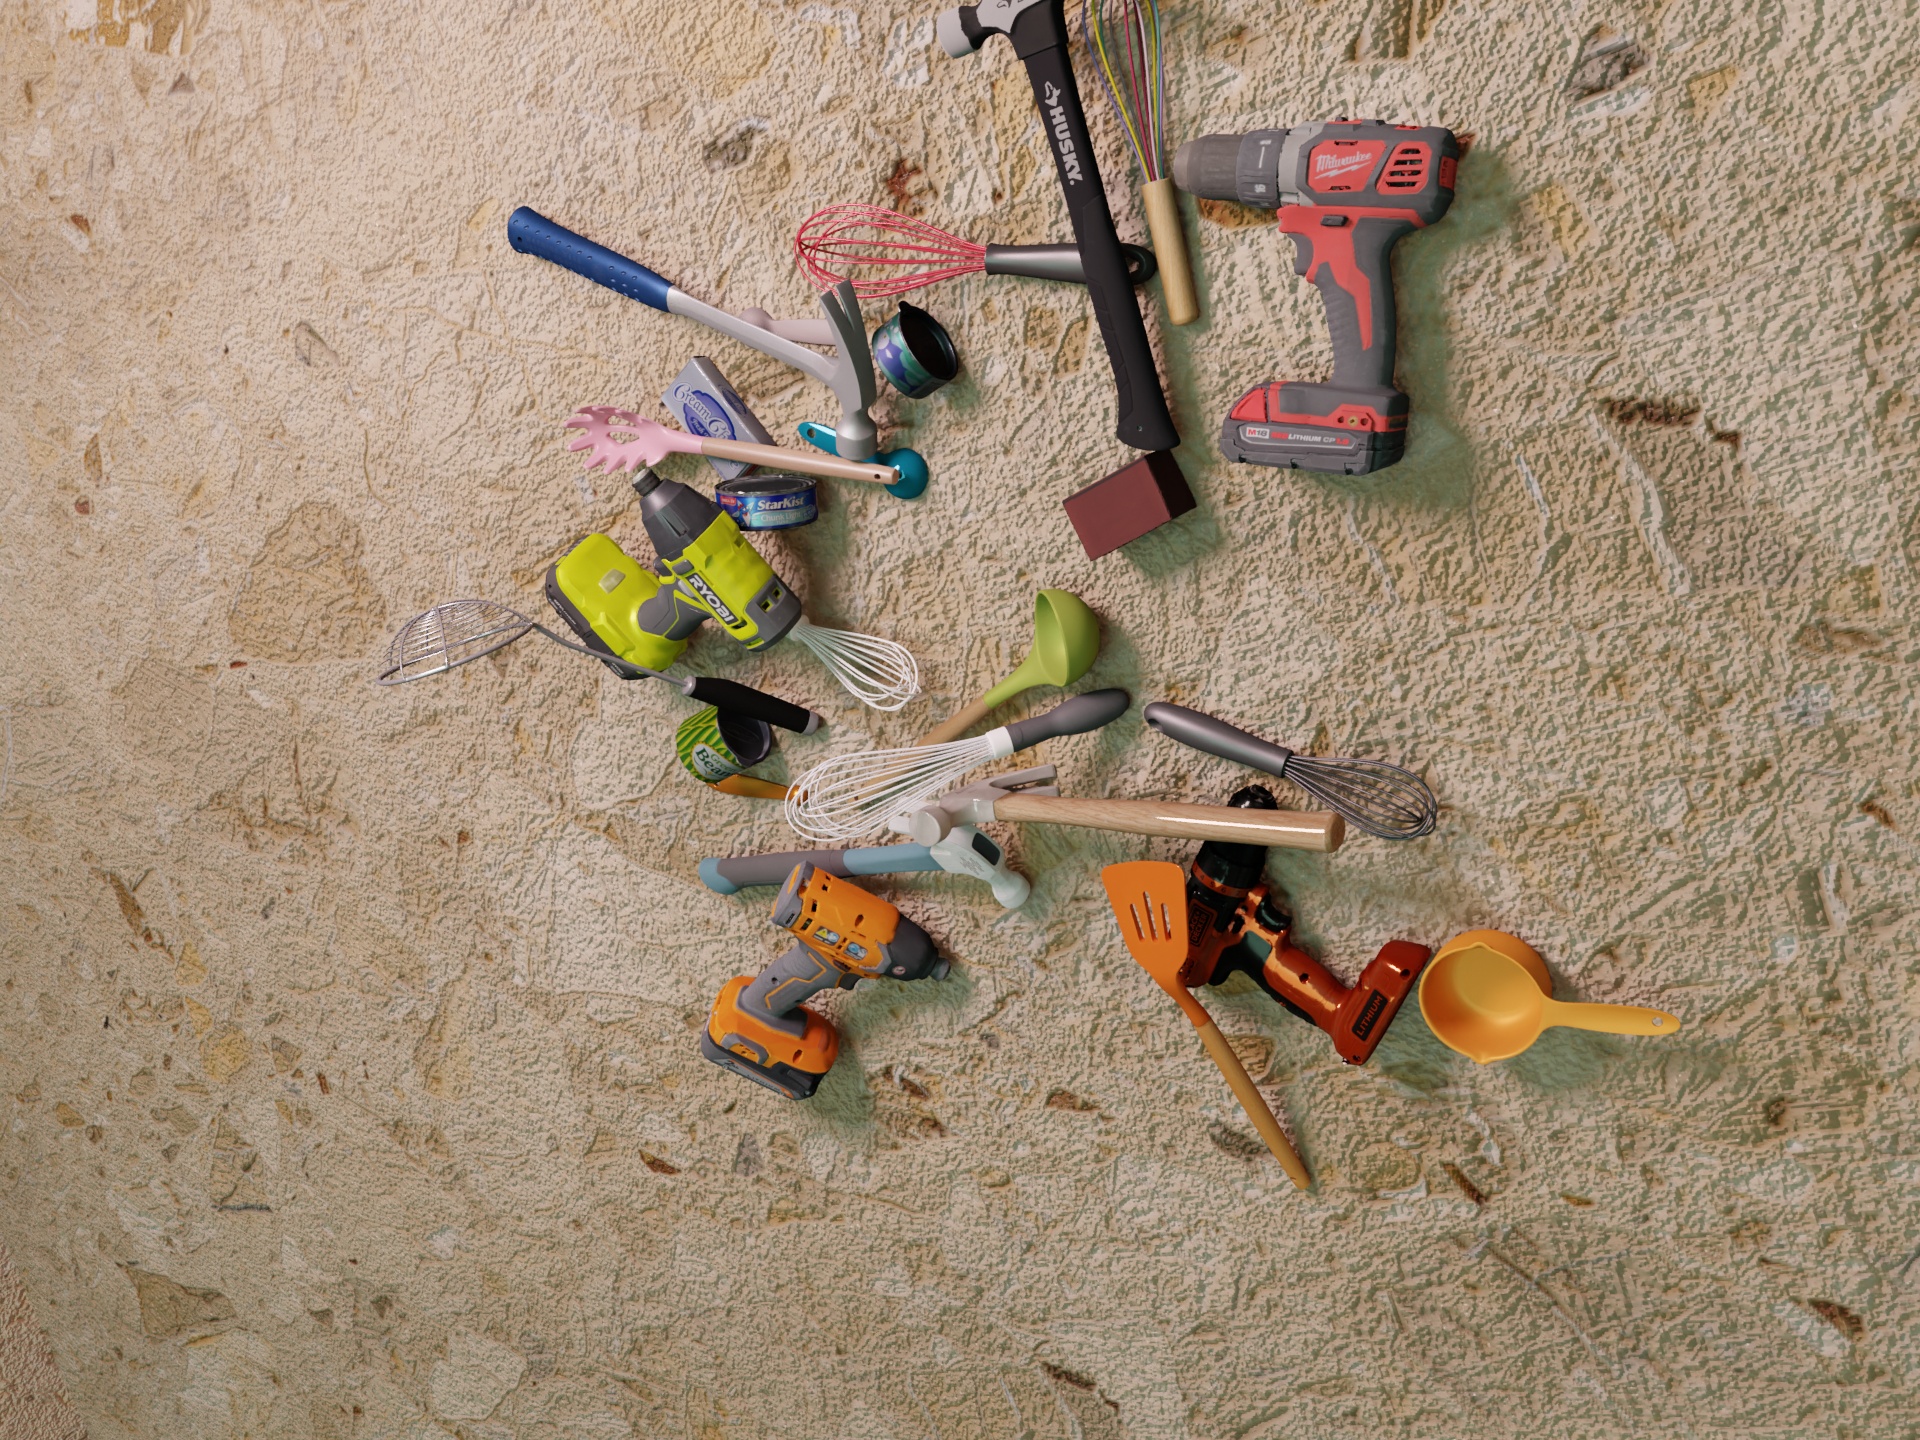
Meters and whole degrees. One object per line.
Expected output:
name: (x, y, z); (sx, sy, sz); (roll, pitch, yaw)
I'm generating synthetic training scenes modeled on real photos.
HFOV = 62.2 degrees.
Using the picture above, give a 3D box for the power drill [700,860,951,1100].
power drill: (-0.121, 0.240, 1.425); (0.164, 0.084, 0.226); (28, 123, -11)

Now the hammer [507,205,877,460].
hammer: (-0.229, -0.351, 1.317); (0.406, 0.035, 0.144); (29, 142, 26)

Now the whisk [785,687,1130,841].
whisk: (0.001, 0.029, 1.235); (0.284, 0.070, 0.070); (-19, 97, -8)

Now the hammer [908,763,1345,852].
hammer: (0.129, 0.072, 1.202); (0.331, 0.130, 0.031); (2, 108, 35)

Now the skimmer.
skimmer: (-0.293, -0.020, 1.331); (0.127, 0.363, 0.090); (14, 85, 63)

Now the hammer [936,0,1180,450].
hammer: (0.097, -0.350, 1.114); (0.146, 0.035, 0.334); (-8, 108, 32)

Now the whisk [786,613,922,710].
whisk: (-0.133, -0.076, 1.370); (0.246, 0.059, 0.057); (29, 106, 25)

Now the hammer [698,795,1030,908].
hammer: (-0.104, 0.128, 1.405); (0.331, 0.033, 0.128); (-9, 136, 37)

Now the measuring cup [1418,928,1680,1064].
measuring cup: (0.420, 0.197, 1.134); (0.174, 0.052, 0.095); (2, 106, 28)

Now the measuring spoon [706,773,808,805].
measuring spoon: (-0.191, 0.064, 1.468); (0.117, 0.011, 0.021); (8, 109, 28)

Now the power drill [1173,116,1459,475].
power drill: (0.228, -0.289, 1.077); (0.188, 0.080, 0.226); (12, 108, 27)

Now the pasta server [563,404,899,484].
pasta server: (-0.195, -0.224, 1.333); (0.316, 0.040, 0.060); (13, 124, 24)

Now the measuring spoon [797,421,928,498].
measuring spoon: (-0.086, -0.218, 1.310); (0.129, 0.021, 0.042); (26, 117, 19)

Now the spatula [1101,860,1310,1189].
spatula: (0.204, 0.245, 1.243); (0.081, 0.041, 0.322); (-9, 121, 46)

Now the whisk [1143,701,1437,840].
whisk: (0.242, 0.031, 1.187); (0.239, 0.055, 0.055); (22, 115, 27)

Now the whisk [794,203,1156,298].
whisk: (0.004, -0.350, 1.199); (0.296, 0.073, 0.073); (9, 110, 21)

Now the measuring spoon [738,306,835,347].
measuring spoon: (-0.136, -0.321, 1.309); (0.124, 0.018, 0.034); (10, 110, 28)

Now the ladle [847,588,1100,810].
ladle: (-0.002, -0.004, 1.312); (0.320, 0.062, 0.078); (-37, 60, 36)

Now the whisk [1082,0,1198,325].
whisk: (0.136, -0.401, 1.116); (0.051, 0.047, 0.245); (-6, 107, 30)

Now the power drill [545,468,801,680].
power drill: (-0.254, -0.120, 1.350); (0.223, 0.080, 0.171); (-15, 122, 50)
